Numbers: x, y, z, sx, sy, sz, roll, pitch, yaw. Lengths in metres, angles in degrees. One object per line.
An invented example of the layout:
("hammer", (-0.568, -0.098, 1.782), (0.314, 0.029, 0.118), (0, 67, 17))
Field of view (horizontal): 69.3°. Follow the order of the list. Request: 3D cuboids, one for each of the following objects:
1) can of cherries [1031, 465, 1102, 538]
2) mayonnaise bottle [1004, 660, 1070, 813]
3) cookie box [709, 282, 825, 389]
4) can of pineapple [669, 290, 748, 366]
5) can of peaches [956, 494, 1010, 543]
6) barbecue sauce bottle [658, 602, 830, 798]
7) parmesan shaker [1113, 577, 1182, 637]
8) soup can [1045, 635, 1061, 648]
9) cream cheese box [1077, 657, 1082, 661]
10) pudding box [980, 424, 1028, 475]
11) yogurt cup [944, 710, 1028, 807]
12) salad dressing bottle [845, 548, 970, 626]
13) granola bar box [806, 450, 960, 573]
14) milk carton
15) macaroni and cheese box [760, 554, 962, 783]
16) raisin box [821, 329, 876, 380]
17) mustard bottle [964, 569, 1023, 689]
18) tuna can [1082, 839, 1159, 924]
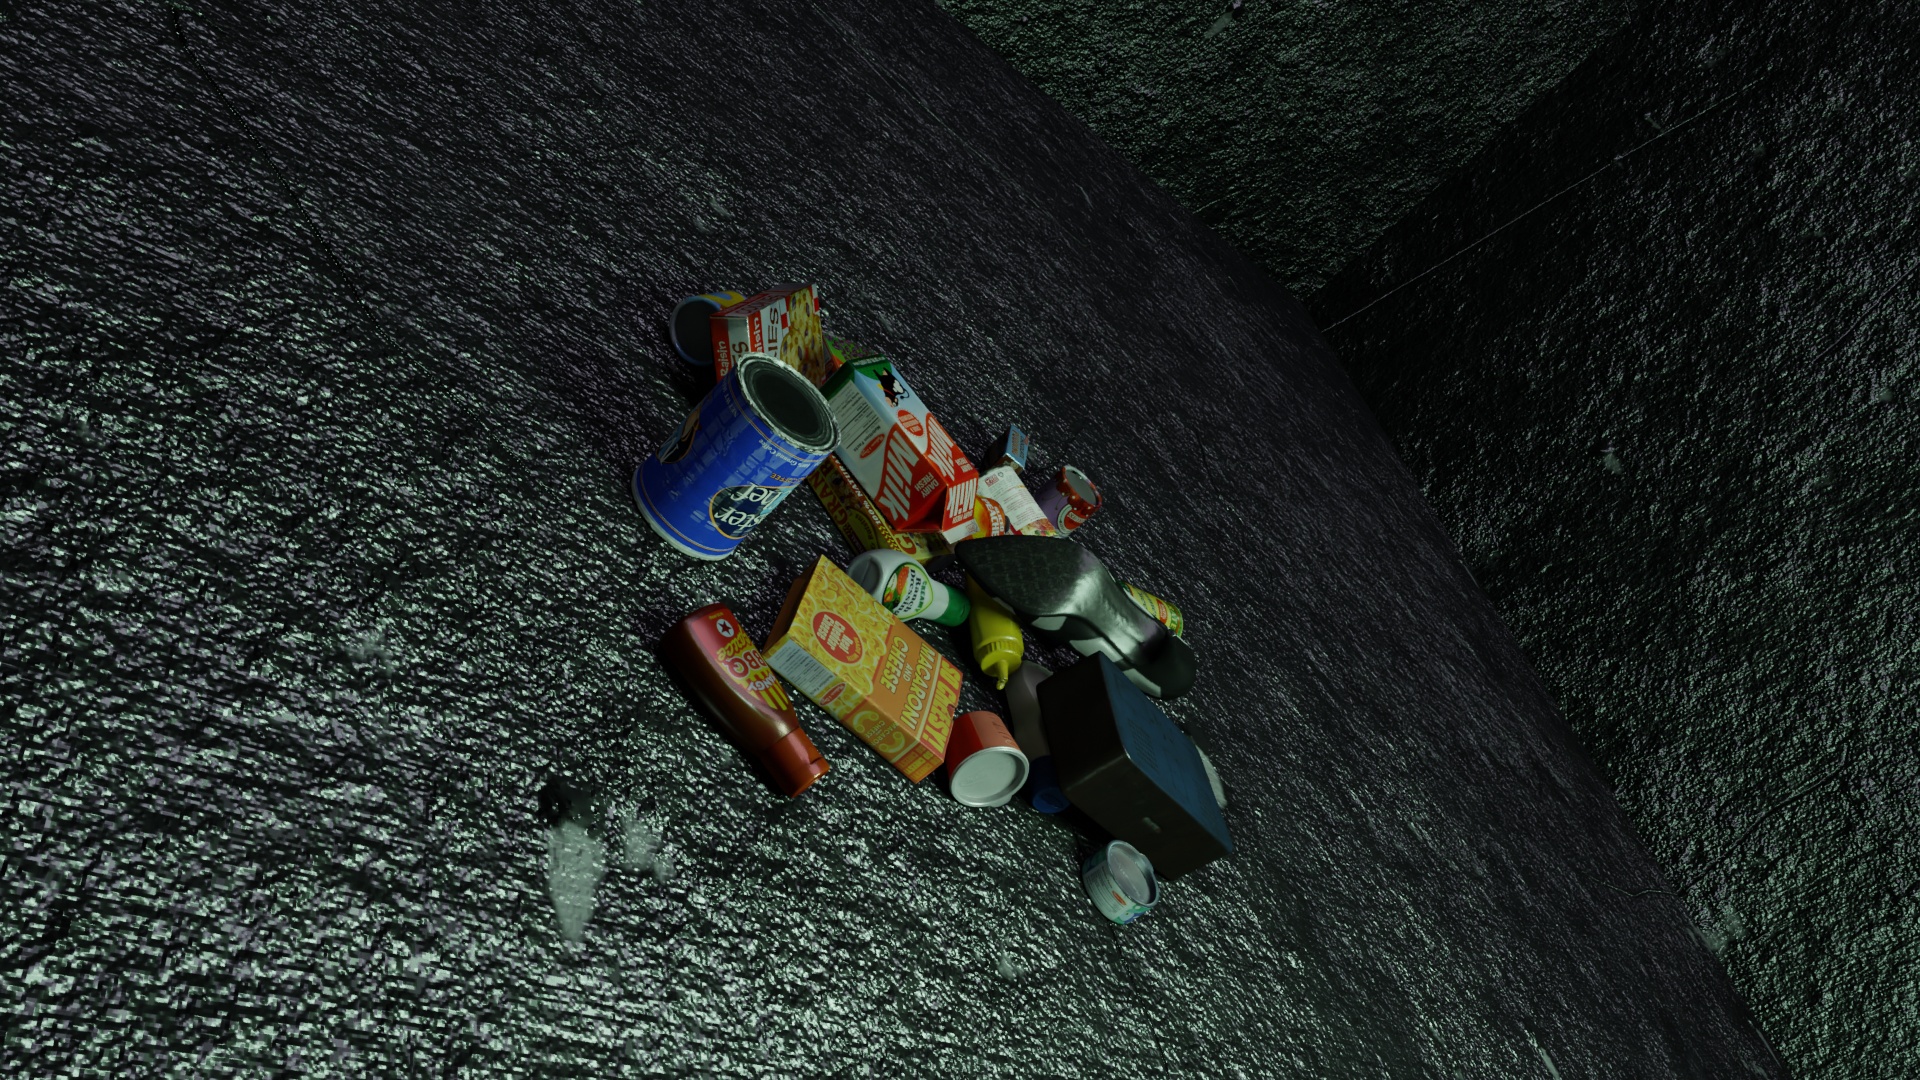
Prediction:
("can of cherries", (0.126, -0.045, 1.646), (0.071, 0.058, 0.072), (37, 27, -22))
("mayonnaise bottle", (0.075, 0.180, 1.270), (0.064, 0.041, 0.149), (38, 28, -30))
("cookie box", (-0.175, -0.164, 1.285), (0.168, 0.040, 0.122), (-51, 141, -64))
("can of pineapple", (-0.227, -0.198, 1.296), (0.071, 0.070, 0.058), (50, 26, 3))
("can of peaches", (0.005, -0.018, 1.404), (0.058, 0.071, 0.071), (17, 40, -47))
("barbecue sauce bottle", (-0.152, 0.116, 1.001), (0.148, 0.043, 0.065), (52, 25, 8))
("parmesan shaker", (0.192, 0.088, 1.554), (0.103, 0.071, 0.071), (24, 34, -40))
("soup can", (0.095, 0.059, 1.445), (0.084, 0.071, 0.071), (48, 25, 1))
("cream cheese box", (0.142, 0.137, 1.392), (0.053, 0.024, 0.104), (22, 57, -10))
("pudding box", (0.051, -0.094, 1.608), (0.030, 0.049, 0.084), (40, 27, -14))
("yogurt cup", (0.017, 0.179, 1.156), (0.072, 0.072, 0.054), (29, 23, -35))
("salad dressing bottle", (-0.044, 0.048, 1.253), (0.044, 0.064, 0.147), (18, -2, 35))
("granola bar box", (-0.081, -0.040, 1.337), (0.166, 0.039, 0.124), (56, 27, 15))
("milk carton", (-0.053, -0.078, 1.299), (0.190, 0.073, 0.072), (52, 27, 7))
("macaroni and cheese box", (-0.076, 0.104, 1.141), (0.166, 0.040, 0.124), (41, 27, -14))
("raisin box", (-0.109, -0.155, 1.457), (0.086, 0.040, 0.124), (18, 39, -48))
("mustard bottle", (0.033, 0.081, 1.319), (0.065, 0.049, 0.161), (83, 0, -45))
("tuna can", (0.141, 0.298, 1.214), (0.071, 0.032, 0.071), (37, 28, -23))
